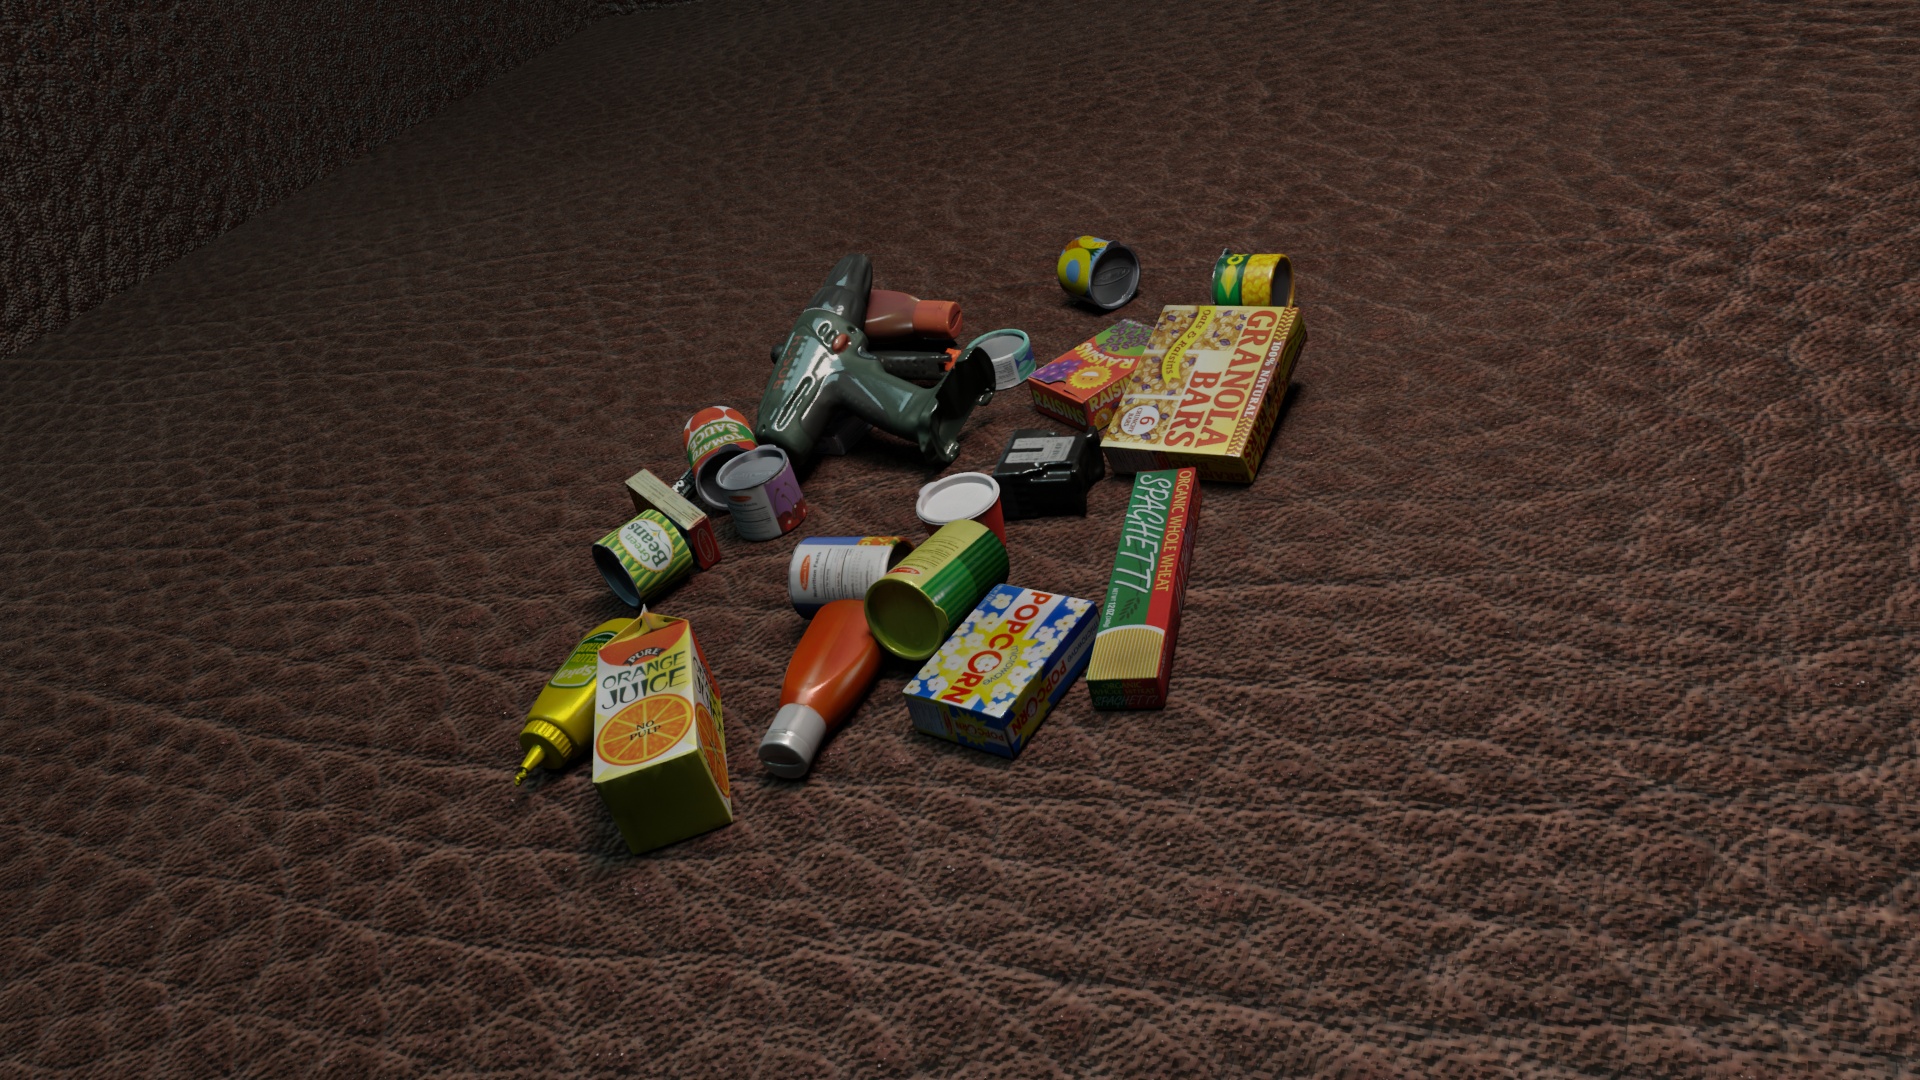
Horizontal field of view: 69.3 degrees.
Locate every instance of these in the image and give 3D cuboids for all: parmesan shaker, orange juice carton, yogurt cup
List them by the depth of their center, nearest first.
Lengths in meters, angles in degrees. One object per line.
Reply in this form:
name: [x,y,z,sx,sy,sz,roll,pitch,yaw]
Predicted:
orange juice carton: [-0.213,0.125,0.991,0.073,0.071,0.193,-19,33,-2]
parmesan shaker: [-0.013,0.035,1.018,0.071,0.071,0.103,5,27,31]
yogurt cup: [0.004,-0.014,1.109,0.072,0.053,0.073,-13,33,8]

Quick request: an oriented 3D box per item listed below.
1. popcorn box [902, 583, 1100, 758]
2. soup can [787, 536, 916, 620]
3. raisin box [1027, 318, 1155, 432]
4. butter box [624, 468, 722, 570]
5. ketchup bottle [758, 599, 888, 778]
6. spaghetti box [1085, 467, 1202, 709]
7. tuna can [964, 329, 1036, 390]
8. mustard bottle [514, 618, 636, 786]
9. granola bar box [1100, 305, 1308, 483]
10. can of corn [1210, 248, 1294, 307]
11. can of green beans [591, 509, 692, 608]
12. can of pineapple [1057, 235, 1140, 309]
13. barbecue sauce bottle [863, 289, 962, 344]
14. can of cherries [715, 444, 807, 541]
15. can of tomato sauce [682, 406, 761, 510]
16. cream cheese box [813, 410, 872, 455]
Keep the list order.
popcorn box: [0.032,0.086,0.960,0.085,0.038,0.127,10,42,36]
soup can: [-0.079,0.030,1.076,0.084,0.071,0.072,0,37,25]
raisin box: [0.136,-0.151,1.264,0.124,0.040,0.086,-33,36,-20]
butter box: [-0.253,-0.019,1.225,0.024,0.052,0.104,-37,48,-25]
ketchup bottle: [-0.099,0.104,0.993,0.064,0.043,0.150,-1,36,23]
spaghetti box: [0.137,0.027,1.007,0.050,0.028,0.251,-4,35,20]
tuna can: [0.039,-0.178,1.356,0.071,0.032,0.071,-13,33,9]
mustard bottle: [-0.287,0.124,1.048,0.065,0.048,0.161,-2,36,28]
granola bar box: [0.204,-0.124,1.154,0.124,0.039,0.166,7,55,32]
can of corn: [0.273,-0.237,1.296,0.058,0.071,0.071,7,40,32]
can of green beans: [-0.271,0.015,1.187,0.058,0.071,0.071,-38,37,-29]
can of pineapple: [0.141,-0.276,1.420,0.071,0.070,0.058,-32,35,-20]
barbecue sauce bottle: [-0.072,-0.221,1.376,0.148,0.043,0.065,6,47,24]
can of cherries: [-0.174,-0.043,1.234,0.071,0.058,0.072,-14,32,9]
can of tomato sauce: [-0.220,-0.079,1.292,0.071,0.071,0.083,-22,38,-6]
cream cheese box: [-0.108,-0.122,1.350,0.053,0.024,0.104,8,41,35]
